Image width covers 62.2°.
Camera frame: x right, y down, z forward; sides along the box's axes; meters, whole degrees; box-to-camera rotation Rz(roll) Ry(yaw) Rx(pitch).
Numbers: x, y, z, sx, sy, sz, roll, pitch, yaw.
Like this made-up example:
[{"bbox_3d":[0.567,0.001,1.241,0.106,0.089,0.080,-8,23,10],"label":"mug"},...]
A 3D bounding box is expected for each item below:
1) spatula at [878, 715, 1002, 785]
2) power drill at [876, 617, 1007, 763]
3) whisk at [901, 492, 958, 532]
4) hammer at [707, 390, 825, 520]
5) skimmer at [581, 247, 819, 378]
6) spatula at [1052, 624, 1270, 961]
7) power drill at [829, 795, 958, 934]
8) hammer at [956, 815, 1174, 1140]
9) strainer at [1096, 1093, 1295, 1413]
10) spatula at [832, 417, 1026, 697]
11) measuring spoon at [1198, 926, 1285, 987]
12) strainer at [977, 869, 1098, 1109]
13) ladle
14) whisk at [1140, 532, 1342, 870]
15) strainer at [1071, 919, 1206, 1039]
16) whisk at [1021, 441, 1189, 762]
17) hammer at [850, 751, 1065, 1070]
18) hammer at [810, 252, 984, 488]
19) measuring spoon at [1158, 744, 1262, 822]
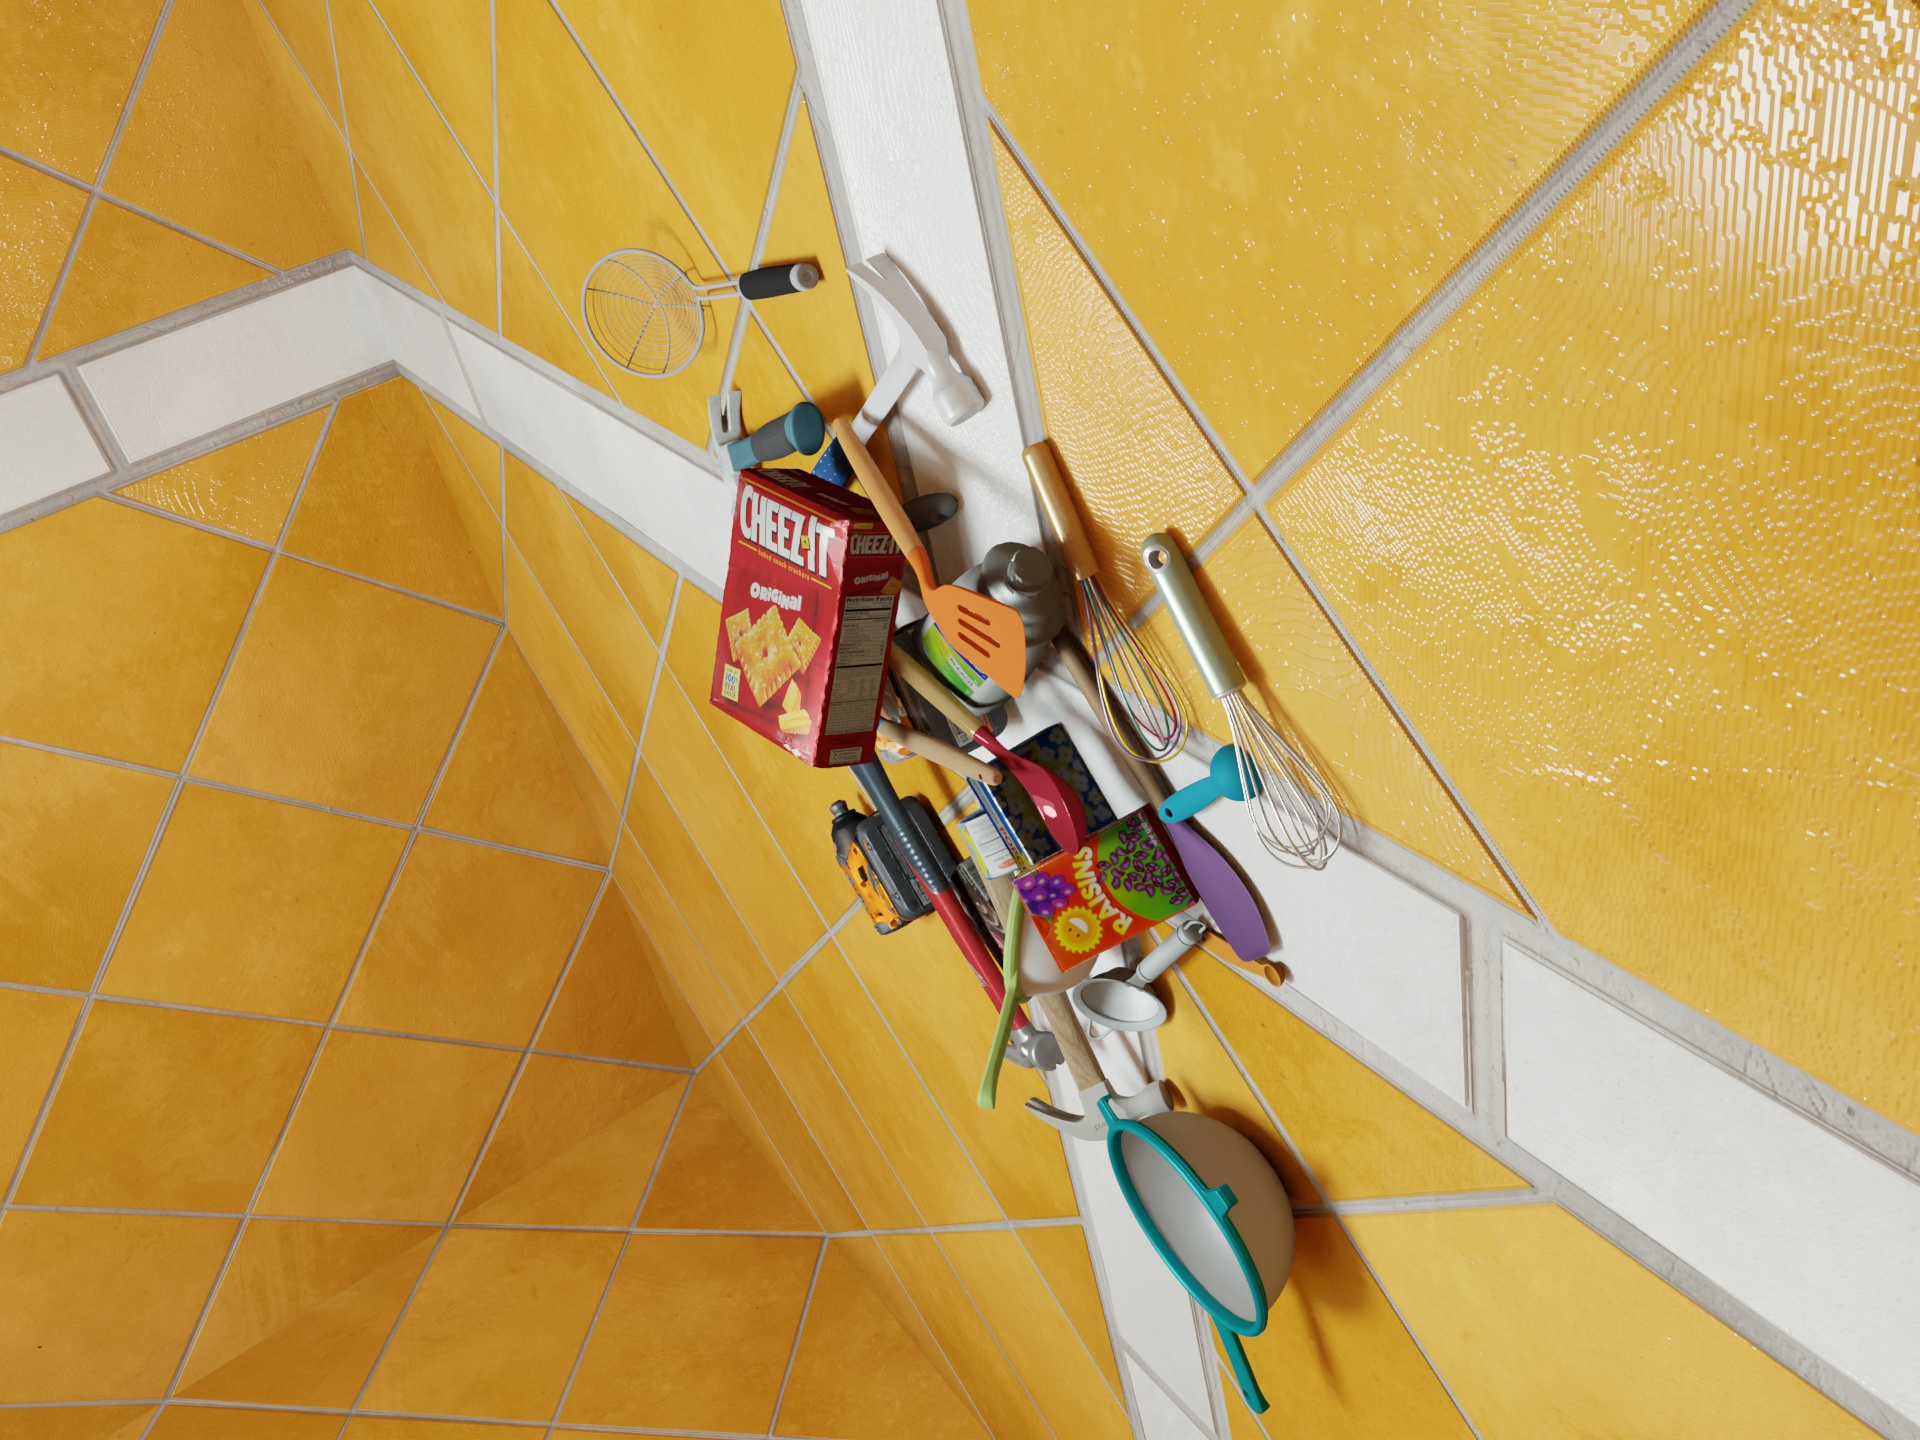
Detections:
[{"bbox_3d":[-0.059,0.018,1.356,0.318,0.044,0.082,21,131,57],"label":"spatula"},{"bbox_3d":[-0.055,-0.050,1.454,0.185,0.084,0.226,66,162,-9],"label":"power drill"},{"bbox_3d":[-0.062,-0.165,1.375,0.239,0.055,0.055,-8,110,61],"label":"whisk"},{"bbox_3d":[-0.180,-0.253,1.468,0.331,0.033,0.128,-169,64,-70],"label":"hammer"},{"bbox_3d":[-0.239,-0.373,1.431,0.363,0.090,0.127,18,137,58],"label":"skimmer"},{"bbox_3d":[0.145,0.044,1.212,0.316,0.018,0.059,58,151,7],"label":"spatula"},{"bbox_3d":[-0.084,0.149,1.753,0.164,0.084,0.226,60,162,3],"label":"power drill"},{"bbox_3d":[0.076,0.242,1.519,0.331,0.130,0.031,65,-163,8],"label":"hammer"},{"bbox_3d":[0.248,0.475,1.417,0.211,0.095,0.340,25,141,59],"label":"strainer"},{"bbox_3d":[-0.032,-0.140,1.196,0.081,0.041,0.323,89,160,-45],"label":"spatula"},{"bbox_3d":[0.217,0.181,1.241,0.117,0.011,0.021,24,134,61],"label":"measuring spoon"},{"bbox_3d":[0.076,0.216,1.345,0.069,0.257,0.151,7,141,15],"label":"strainer"},{"bbox_3d":[-0.002,-0.004,1.282,0.316,0.031,0.069,42,153,29],"label":"ladle"},{"bbox_3d":[0.181,-0.013,1.041,0.058,0.059,0.246,-28,87,31],"label":"whisk"},{"bbox_3d":[0.159,0.215,1.356,0.087,0.050,0.258,22,150,-4],"label":"strainer"},{"bbox_3d":[0.103,-0.084,1.133,0.047,0.051,0.245,-18,97,46],"label":"whisk"},{"bbox_3d":[-0.022,0.179,1.601,0.386,0.038,0.143,60,161,-5],"label":"hammer"},{"bbox_3d":[-0.089,-0.246,1.342,0.144,0.035,0.405,60,158,1],"label":"hammer"},{"bbox_3d":[0.171,0.055,1.144,0.042,0.021,0.128,58,149,6],"label":"measuring spoon"}]
